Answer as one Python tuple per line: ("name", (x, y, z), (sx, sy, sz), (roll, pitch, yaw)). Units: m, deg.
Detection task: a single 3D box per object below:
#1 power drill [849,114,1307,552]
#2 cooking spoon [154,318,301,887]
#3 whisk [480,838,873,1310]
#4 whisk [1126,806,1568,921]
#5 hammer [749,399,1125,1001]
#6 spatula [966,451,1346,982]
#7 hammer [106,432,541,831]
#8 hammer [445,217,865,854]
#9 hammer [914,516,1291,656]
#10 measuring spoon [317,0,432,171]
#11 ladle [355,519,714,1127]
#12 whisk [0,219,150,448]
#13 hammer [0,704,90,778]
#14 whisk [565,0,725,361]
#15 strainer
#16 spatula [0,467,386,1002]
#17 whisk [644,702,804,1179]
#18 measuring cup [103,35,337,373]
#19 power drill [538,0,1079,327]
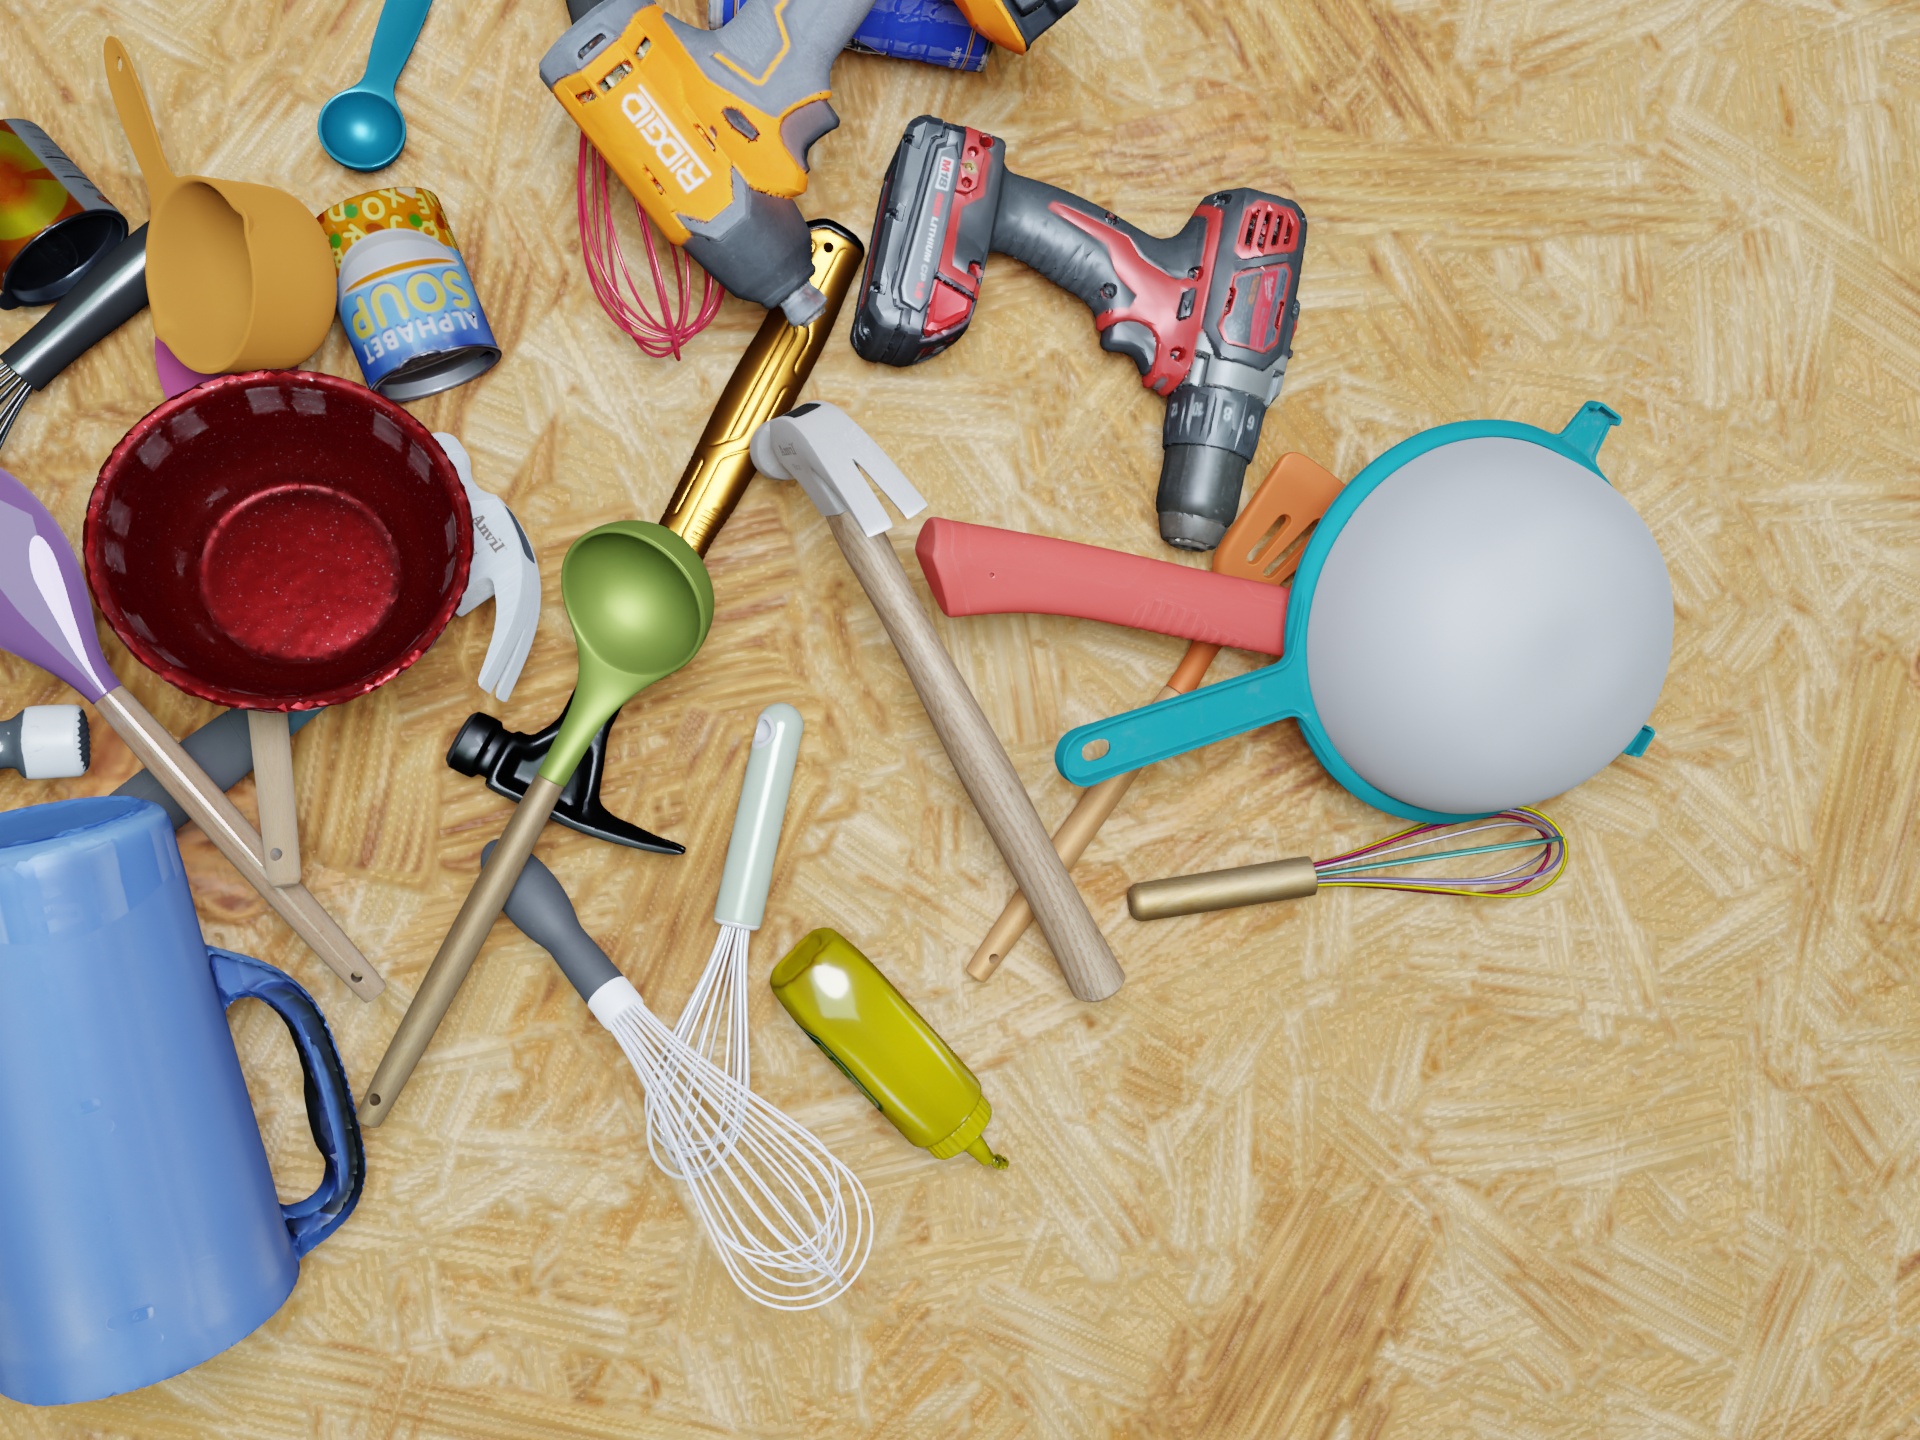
("power drill", (0.061, -0.198, 0.821), (0.226, 0.080, 0.188), (12, 89, -11))
("cooking spoon", (-0.339, -0.077, 0.761), (0.068, 0.017, 0.319), (-10, 77, -7))
("whisk", (-0.146, 0.160, 0.759), (0.070, 0.070, 0.285), (-43, 70, -6))
("whisk", (0.211, 0.084, 0.857), (0.245, 0.051, 0.047), (-8, 97, -5))
("hammer", (-0.001, -0.002, 0.775), (0.031, 0.130, 0.331), (-32, 105, -15))
("spatula", (0.104, 0.006, 0.842), (0.081, 0.041, 0.322), (37, 86, -19))
("hammer", (-0.347, 0.005, 0.773), (0.331, 0.033, 0.128), (-38, 76, -3))
("hammer", (-0.129, -0.099, 0.813), (0.127, 0.034, 0.337), (26, 86, -6))
("hammer", (0.153, -0.062, 0.810), (0.359, 0.037, 0.149), (10, 99, -18))
("measuring spoon", (-0.286, -0.333, 0.803), (0.042, 0.021, 0.129), (16, 78, -7))
("ladle", (-0.212, 0.051, 0.757), (0.078, 0.062, 0.320), (28, 89, 7))
("whisk", (-0.448, -0.165, 0.764), (0.055, 0.055, 0.239), (44, 81, -6))
("hammer", (-0.482, -0.172, 0.700), (0.149, 0.036, 0.409), (-3, 98, -21))
("whisk", (-0.176, -0.322, 0.796), (0.073, 0.073, 0.296), (-15, 87, -8))
("strainer", (0.215, -0.021, 0.769), (0.340, 0.095, 0.211), (-18, 107, -14))
("spatula", (-0.370, 0.007, 0.727), (0.060, 0.018, 0.315), (-38, 103, -10))
("whisk", (-0.115, 0.111, 0.813), (0.059, 0.058, 0.246), (16, 84, -42))
("measuring cup", (-0.350, -0.244, 0.748), (0.095, 0.052, 0.174), (-31, 80, 35))
("power drill", (-0.054, -0.298, 0.721), (0.226, 0.084, 0.164), (-36, 107, 10))
